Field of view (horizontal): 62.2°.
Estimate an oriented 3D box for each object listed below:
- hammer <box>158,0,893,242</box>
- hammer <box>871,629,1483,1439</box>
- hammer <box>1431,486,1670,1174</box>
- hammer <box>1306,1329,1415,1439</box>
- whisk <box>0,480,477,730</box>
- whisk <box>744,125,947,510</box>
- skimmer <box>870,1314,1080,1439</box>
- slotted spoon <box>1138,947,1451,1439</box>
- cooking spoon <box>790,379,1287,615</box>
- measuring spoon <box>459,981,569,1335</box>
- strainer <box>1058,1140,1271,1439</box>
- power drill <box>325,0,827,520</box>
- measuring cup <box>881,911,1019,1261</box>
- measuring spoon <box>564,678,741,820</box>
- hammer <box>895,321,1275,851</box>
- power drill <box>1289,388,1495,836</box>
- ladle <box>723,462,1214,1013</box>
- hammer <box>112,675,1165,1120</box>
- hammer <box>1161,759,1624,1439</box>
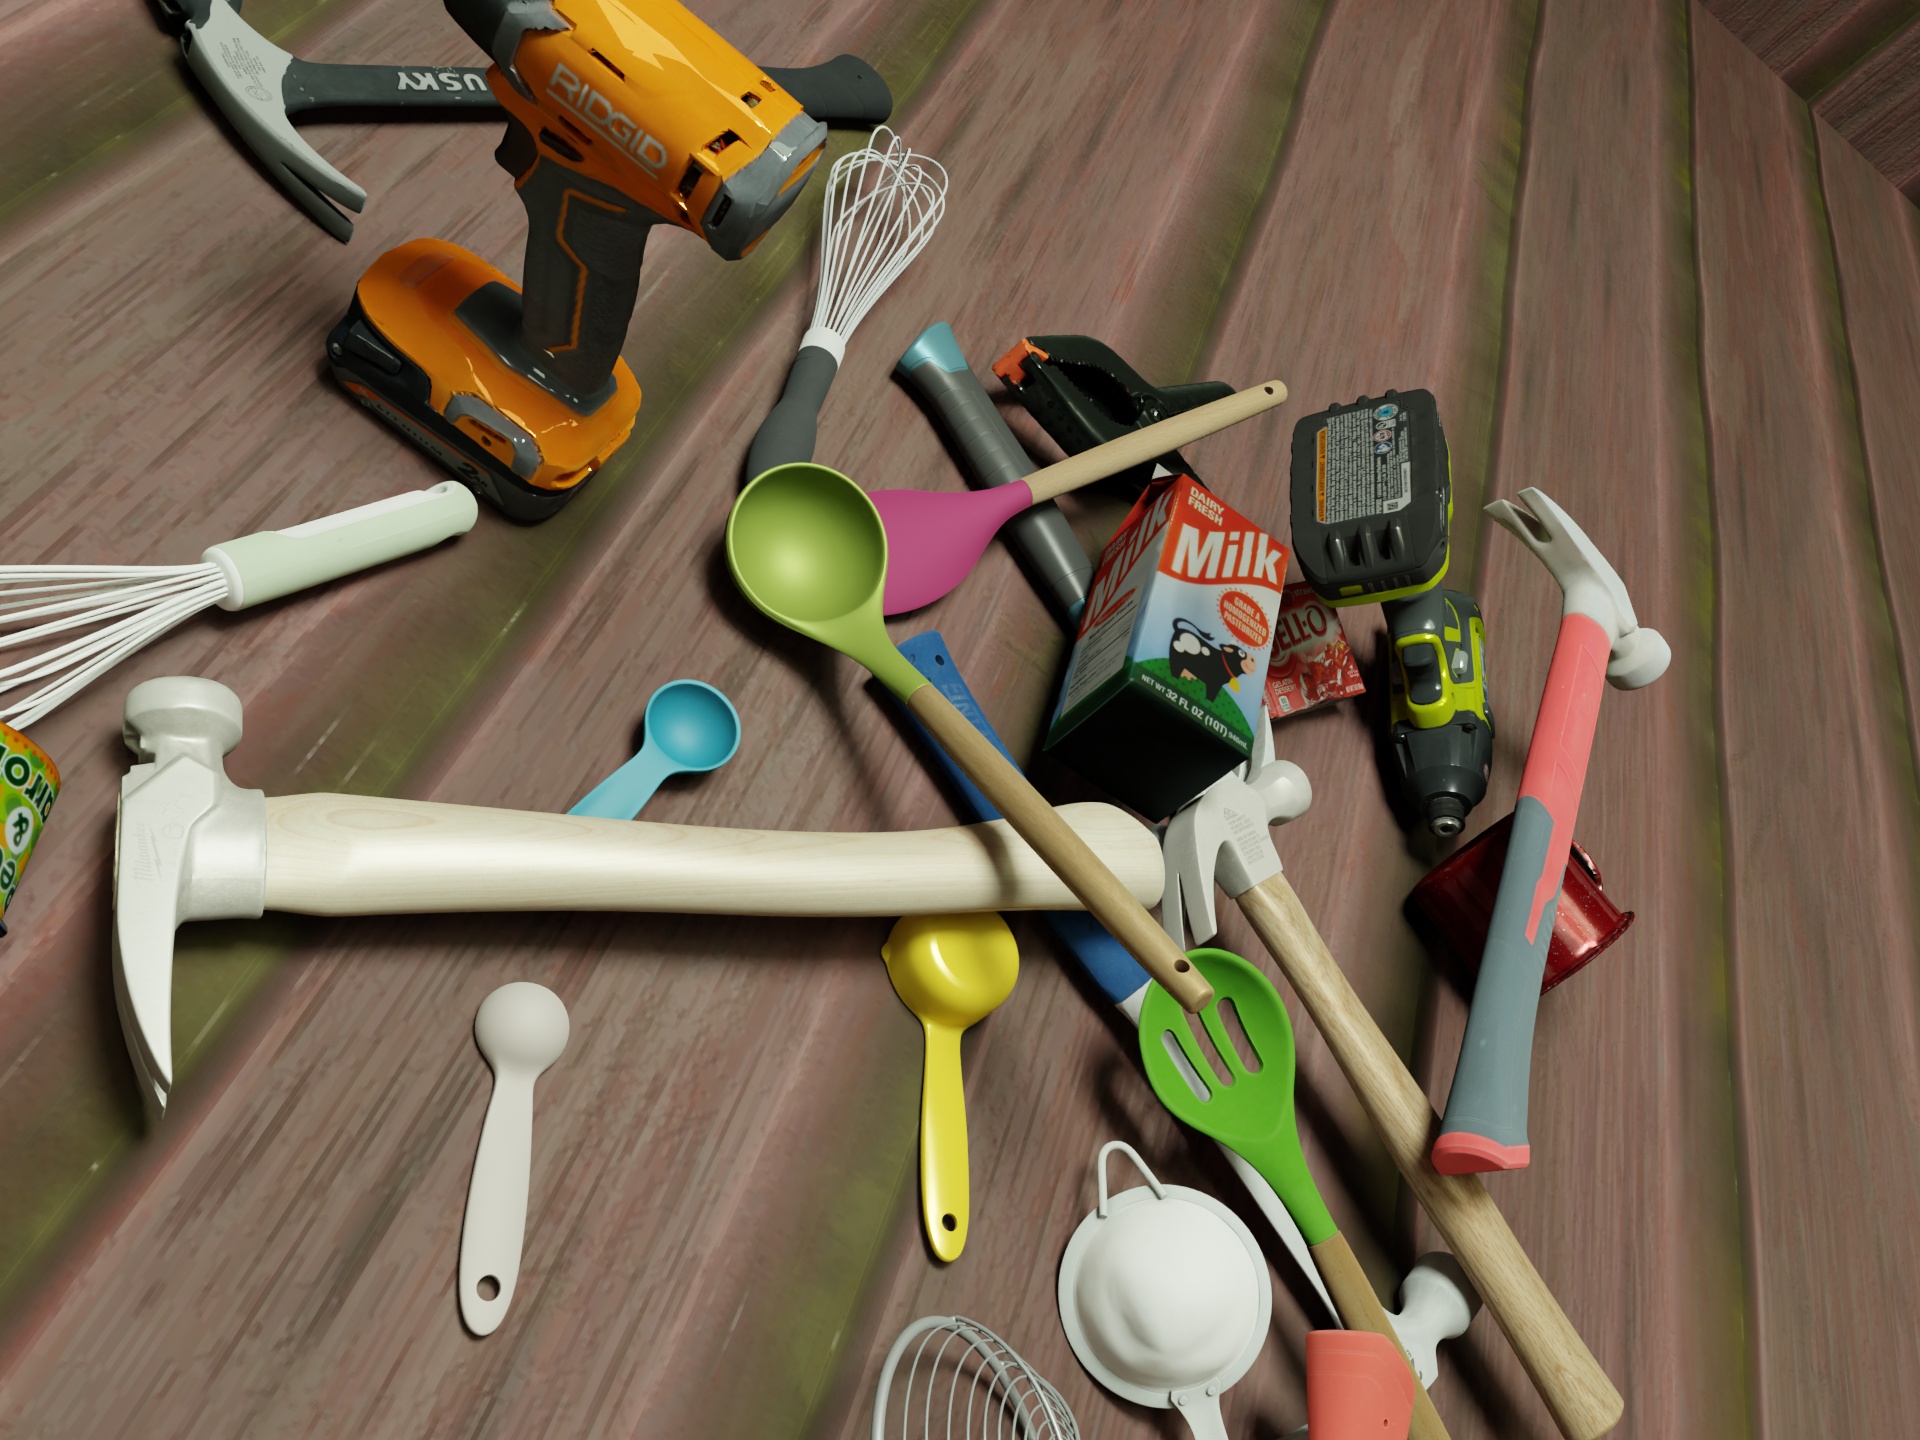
[{"bbox_3d":[-0.189,-0.328,0.835,0.409,0.036,0.149,-21,76,-43],"label":"hammer"},{"bbox_3d":[0.082,0.135,0.724,0.144,0.035,0.405,-27,79,-44],"label":"hammer"},{"bbox_3d":[0.283,0.048,0.799,0.143,0.038,0.386,44,51,-20],"label":"hammer"},{"bbox_3d":[0.129,0.401,0.547,0.149,0.036,0.359,20,60,-26],"label":"hammer"},{"bbox_3d":[-0.276,-0.050,0.577,0.246,0.058,0.059,-32,121,-49],"label":"whisk"},{"bbox_3d":[-0.066,-0.216,0.840,0.070,0.070,0.285,29,53,-18],"label":"whisk"},{"bbox_3d":[-0.111,0.277,0.490,0.363,0.090,0.127,-3,66,-26],"label":"skimmer"},{"bbox_3d":[0.162,0.242,0.664,0.070,0.031,0.314,-24,79,-15],"label":"slotted spoon"},{"bbox_3d":[0.053,-0.128,0.835,0.319,0.017,0.069,-25,75,-27],"label":"cooking spoon"},{"bbox_3d":[-0.155,0.147,0.551,0.034,0.018,0.124,18,52,-27],"label":"measuring spoon"},{"bbox_3d":[0.104,0.293,0.623,0.087,0.050,0.258,-17,77,-5],"label":"strainer"},{"bbox_3d":[-0.170,-0.199,0.625,0.164,0.226,0.084,38,46,-9],"label":"power drill"},{"bbox_3d":[0.000,0.143,0.660,0.062,0.029,0.157,19,50,-26],"label":"measuring cup"},{"bbox_3d":[-0.139,0.032,0.647,0.042,0.021,0.129,43,54,-4],"label":"measuring spoon"},{"bbox_3d":[0.059,-0.074,0.849,0.128,0.033,0.331,-21,75,-42],"label":"hammer"},{"bbox_3d":[0.252,-0.056,0.891,0.223,0.080,0.171,58,32,-40],"label":"power drill"},{"bbox_3d":[-0.001,-0.002,0.665,0.078,0.062,0.320,-24,52,-26],"label":"ladle"},{"bbox_3d":[-0.093,0.065,0.608,0.410,0.038,0.146,4,56,-29],"label":"hammer"},{"bbox_3d":[0.198,0.175,0.736,0.130,0.031,0.331,-19,74,-45],"label":"hammer"}]
